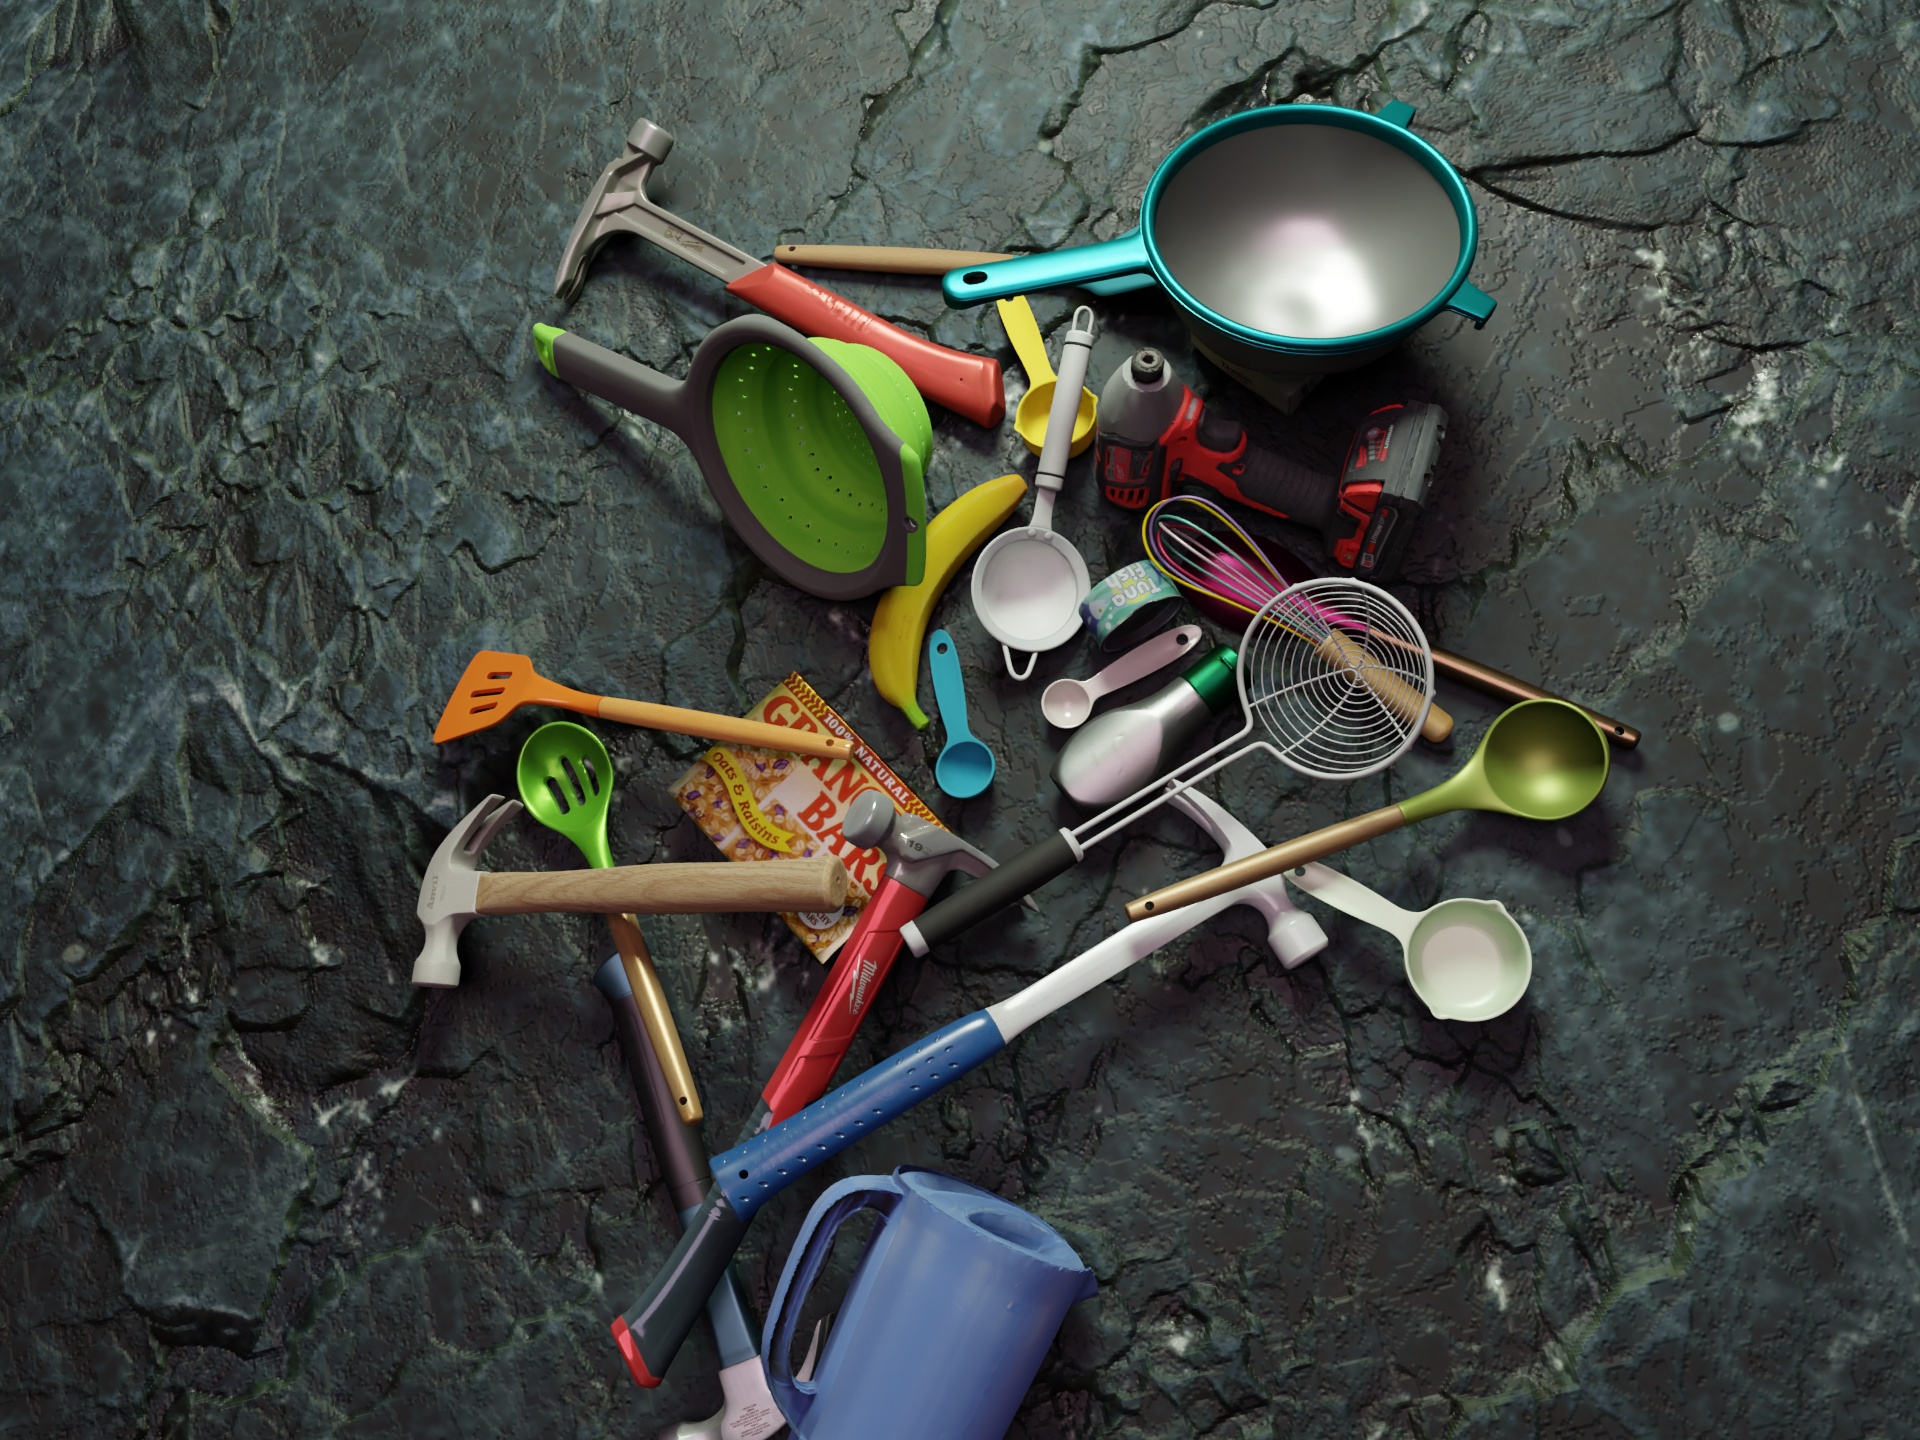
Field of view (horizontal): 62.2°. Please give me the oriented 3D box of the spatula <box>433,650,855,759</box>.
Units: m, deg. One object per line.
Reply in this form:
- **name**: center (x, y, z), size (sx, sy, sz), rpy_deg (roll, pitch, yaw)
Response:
- **spatula**: center (-0.223, -0.001, 1.104), size (0.322, 0.041, 0.081), rpy_deg (10, 61, 16)

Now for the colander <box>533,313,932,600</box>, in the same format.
- **colander**: center (-0.150, -0.226, 1.138), size (0.397, 0.204, 0.094), rpy_deg (28, 48, 30)

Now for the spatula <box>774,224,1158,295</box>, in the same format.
- **spatula**: center (0.013, -0.344, 1.165), size (0.317, 0.044, 0.082), rpy_deg (6, 59, 12)

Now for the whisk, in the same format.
- **whisk**: center (0.221, -0.063, 1.052), size (0.245, 0.051, 0.047), rpy_deg (38, 60, 2)

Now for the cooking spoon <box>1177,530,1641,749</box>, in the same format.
- **cooking spoon**: center (0.296, -0.050, 1.064), size (0.319, 0.017, 0.069), rpy_deg (24, 83, 14)

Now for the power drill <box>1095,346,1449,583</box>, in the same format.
- **power drill**: center (0.196, -0.175, 1.045), size (0.220, 0.143, 0.079), rpy_deg (16, 67, 10)

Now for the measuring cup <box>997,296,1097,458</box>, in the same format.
- **measuring cup**: center (0.056, -0.253, 1.152), size (0.062, 0.029, 0.157), rpy_deg (-20, 63, 4)

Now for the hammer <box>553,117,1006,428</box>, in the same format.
- **hammer**: center (-0.128, -0.303, 1.175), size (0.359, 0.036, 0.149), rpy_deg (31, 98, 12)

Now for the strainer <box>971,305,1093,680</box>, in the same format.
- **strainer**: center (0.060, -0.156, 1.093), size (0.086, 0.050, 0.258), rpy_deg (11, 93, -17)

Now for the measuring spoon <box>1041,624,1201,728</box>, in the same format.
- **measuring spoon**: center (0.112, -0.032, 1.095), size (0.124, 0.018, 0.034), rpy_deg (-29, 79, -5)

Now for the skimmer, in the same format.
- **skimmer**: center (0.121, 0.041, 0.983), size (0.363, 0.090, 0.127), rpy_deg (-30, 78, -5)

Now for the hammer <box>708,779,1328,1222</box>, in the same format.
- **hammer**: center (0.028, 0.182, 0.999), size (0.405, 0.035, 0.144), rpy_deg (-29, 73, -13)

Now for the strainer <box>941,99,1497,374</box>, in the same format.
- **strainer**: center (0.159, -0.285, 1.041), size (0.340, 0.095, 0.211), rpy_deg (-10, 62, 0)

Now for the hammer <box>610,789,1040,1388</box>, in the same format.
- **hammer**: center (-0.094, 0.244, 1.011), size (0.143, 0.038, 0.386), rpy_deg (32, 82, -22)

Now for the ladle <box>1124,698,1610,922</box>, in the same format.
- **ladle**: center (0.255, 0.066, 1.001), size (0.320, 0.062, 0.078), rpy_deg (-19, 75, -5)

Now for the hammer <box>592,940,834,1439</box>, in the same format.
- **hammer**: center (-0.180, 0.308, 1.051), size (0.128, 0.033, 0.331), rpy_deg (-22, 75, 5)

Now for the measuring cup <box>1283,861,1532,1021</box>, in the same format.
- **measuring cup**: center (0.280, 0.132, 1.016), size (0.168, 0.038, 0.083), rpy_deg (28, 83, 17)

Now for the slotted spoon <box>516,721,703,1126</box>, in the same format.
- **slotted spoon**: center (-0.231, 0.131, 1.071), size (0.070, 0.031, 0.314), rpy_deg (-30, 61, 3)

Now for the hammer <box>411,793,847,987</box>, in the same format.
- **hammer**: center (-0.222, 0.109, 1.040), size (0.331, 0.031, 0.130), rpy_deg (-5, 73, 26)

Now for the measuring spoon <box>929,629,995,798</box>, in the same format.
- **measuring spoon**: center (-0.002, -0.004, 1.106), size (0.042, 0.021, 0.129), rpy_deg (-16, 66, 12)
